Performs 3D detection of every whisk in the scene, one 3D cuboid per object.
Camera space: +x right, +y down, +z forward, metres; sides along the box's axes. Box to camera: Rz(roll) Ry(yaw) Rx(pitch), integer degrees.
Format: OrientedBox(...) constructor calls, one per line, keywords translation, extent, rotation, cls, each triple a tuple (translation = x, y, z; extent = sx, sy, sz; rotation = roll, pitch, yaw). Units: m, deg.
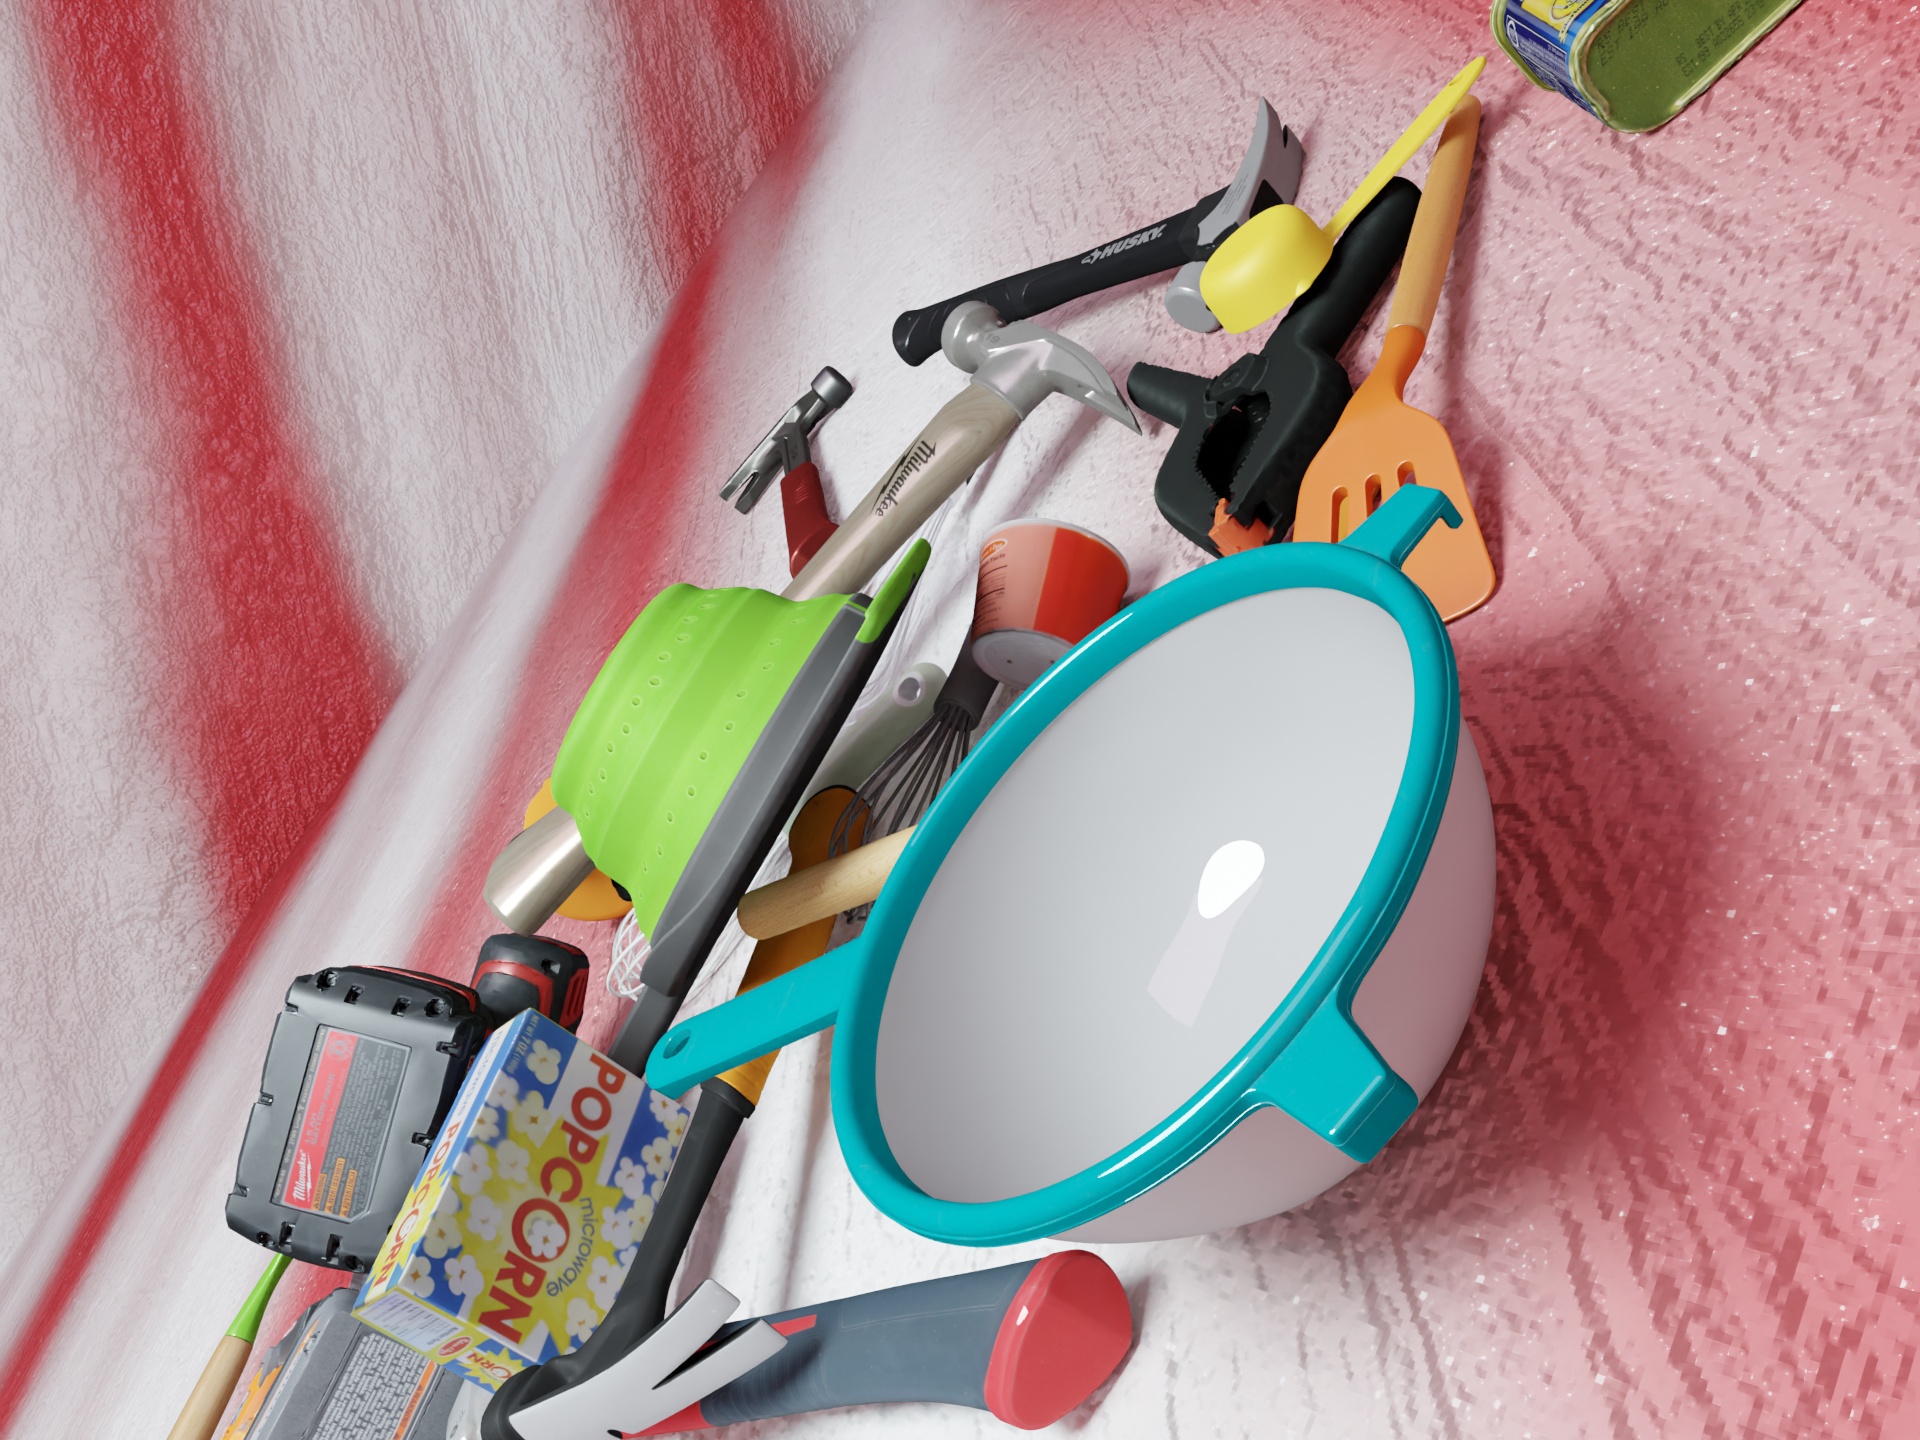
OrientedBox(translation=(-0.023, -0.110, 0.913), extent=(0.070, 0.070, 0.285), rotation=(-18, 36, 54), cls="whisk")
OrientedBox(translation=(0.009, 0.037, 0.597), extent=(0.245, 0.047, 0.051), rotation=(-23, 27, 30), cls="whisk")
OrientedBox(translation=(-0.095, 0.060, 0.817), extent=(0.246, 0.059, 0.058), rotation=(-45, 63, 11), cls="whisk")
OrientedBox(translation=(0.000, -0.001, 0.724), extent=(0.055, 0.055, 0.239), rotation=(-26, 30, 47), cls="whisk")

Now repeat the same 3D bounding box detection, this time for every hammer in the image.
OrientedBox(translation=(-0.085, -0.044, 0.813), extent=(0.410, 0.038, 0.146), rotation=(-47, 44, -3), cls="hammer")
OrientedBox(translation=(-0.128, -0.168, 1.212), extent=(0.149, 0.036, 0.359), rotation=(-47, 23, 14), cls="hammer")
OrientedBox(translation=(-0.082, 0.219, 0.569), extent=(0.386, 0.038, 0.143), rotation=(-31, 30, 42), cls="hammer")
OrientedBox(translation=(-0.082, 0.129, 0.641), extent=(0.127, 0.034, 0.337), rotation=(-36, 19, 29), cls="hammer")
OrientedBox(translation=(0.063, -0.265, 0.945), extent=(0.335, 0.035, 0.146), rotation=(0, 56, 55), cls="hammer")

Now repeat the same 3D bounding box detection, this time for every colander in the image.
OrientedBox(translation=(-0.148, 0.072, 0.721), extent=(0.397, 0.094, 0.205), rotation=(-59, 2, 25), cls="colander")

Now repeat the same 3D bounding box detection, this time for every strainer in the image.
OrientedBox(translation=(0.026, 0.084, 0.476), extent=(0.340, 0.095, 0.211), rotation=(-30, 30, 42), cls="strainer")

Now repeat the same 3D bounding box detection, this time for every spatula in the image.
OrientedBox(translation=(0.180, -0.154, 0.617), extent=(0.081, 0.041, 0.323), rotation=(-19, 35, 41), cls="spatula")

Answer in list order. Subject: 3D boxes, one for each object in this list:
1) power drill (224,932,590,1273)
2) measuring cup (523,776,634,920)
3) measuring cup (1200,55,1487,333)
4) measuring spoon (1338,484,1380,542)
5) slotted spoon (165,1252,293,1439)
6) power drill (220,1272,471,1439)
OrientedBox(translation=(-0.246, 0.196, 0.745), extent=(0.226, 0.080, 0.188), rotation=(63, -139, -83), cls="power drill")
OrientedBox(translation=(-0.189, 0.065, 0.962), extent=(0.173, 0.095, 0.052), rotation=(-25, 37, 16), cls="measuring cup")
OrientedBox(translation=(0.162, -0.232, 0.680), extent=(0.156, 0.029, 0.062), rotation=(-47, 20, 4), cls="measuring cup")
OrientedBox(translation=(0.133, -0.054, 0.586), extent=(0.021, 0.011, 0.117), rotation=(3, 55, 50), cls="measuring spoon")
OrientedBox(translation=(-0.363, 0.327, 0.772), extent=(0.070, 0.031, 0.314), rotation=(121, 168, -49), cls="slotted spoon")
OrientedBox(translation=(-0.304, 0.334, 0.761), extent=(0.226, 0.084, 0.164), rotation=(-37, 27, 53), cls="power drill")
